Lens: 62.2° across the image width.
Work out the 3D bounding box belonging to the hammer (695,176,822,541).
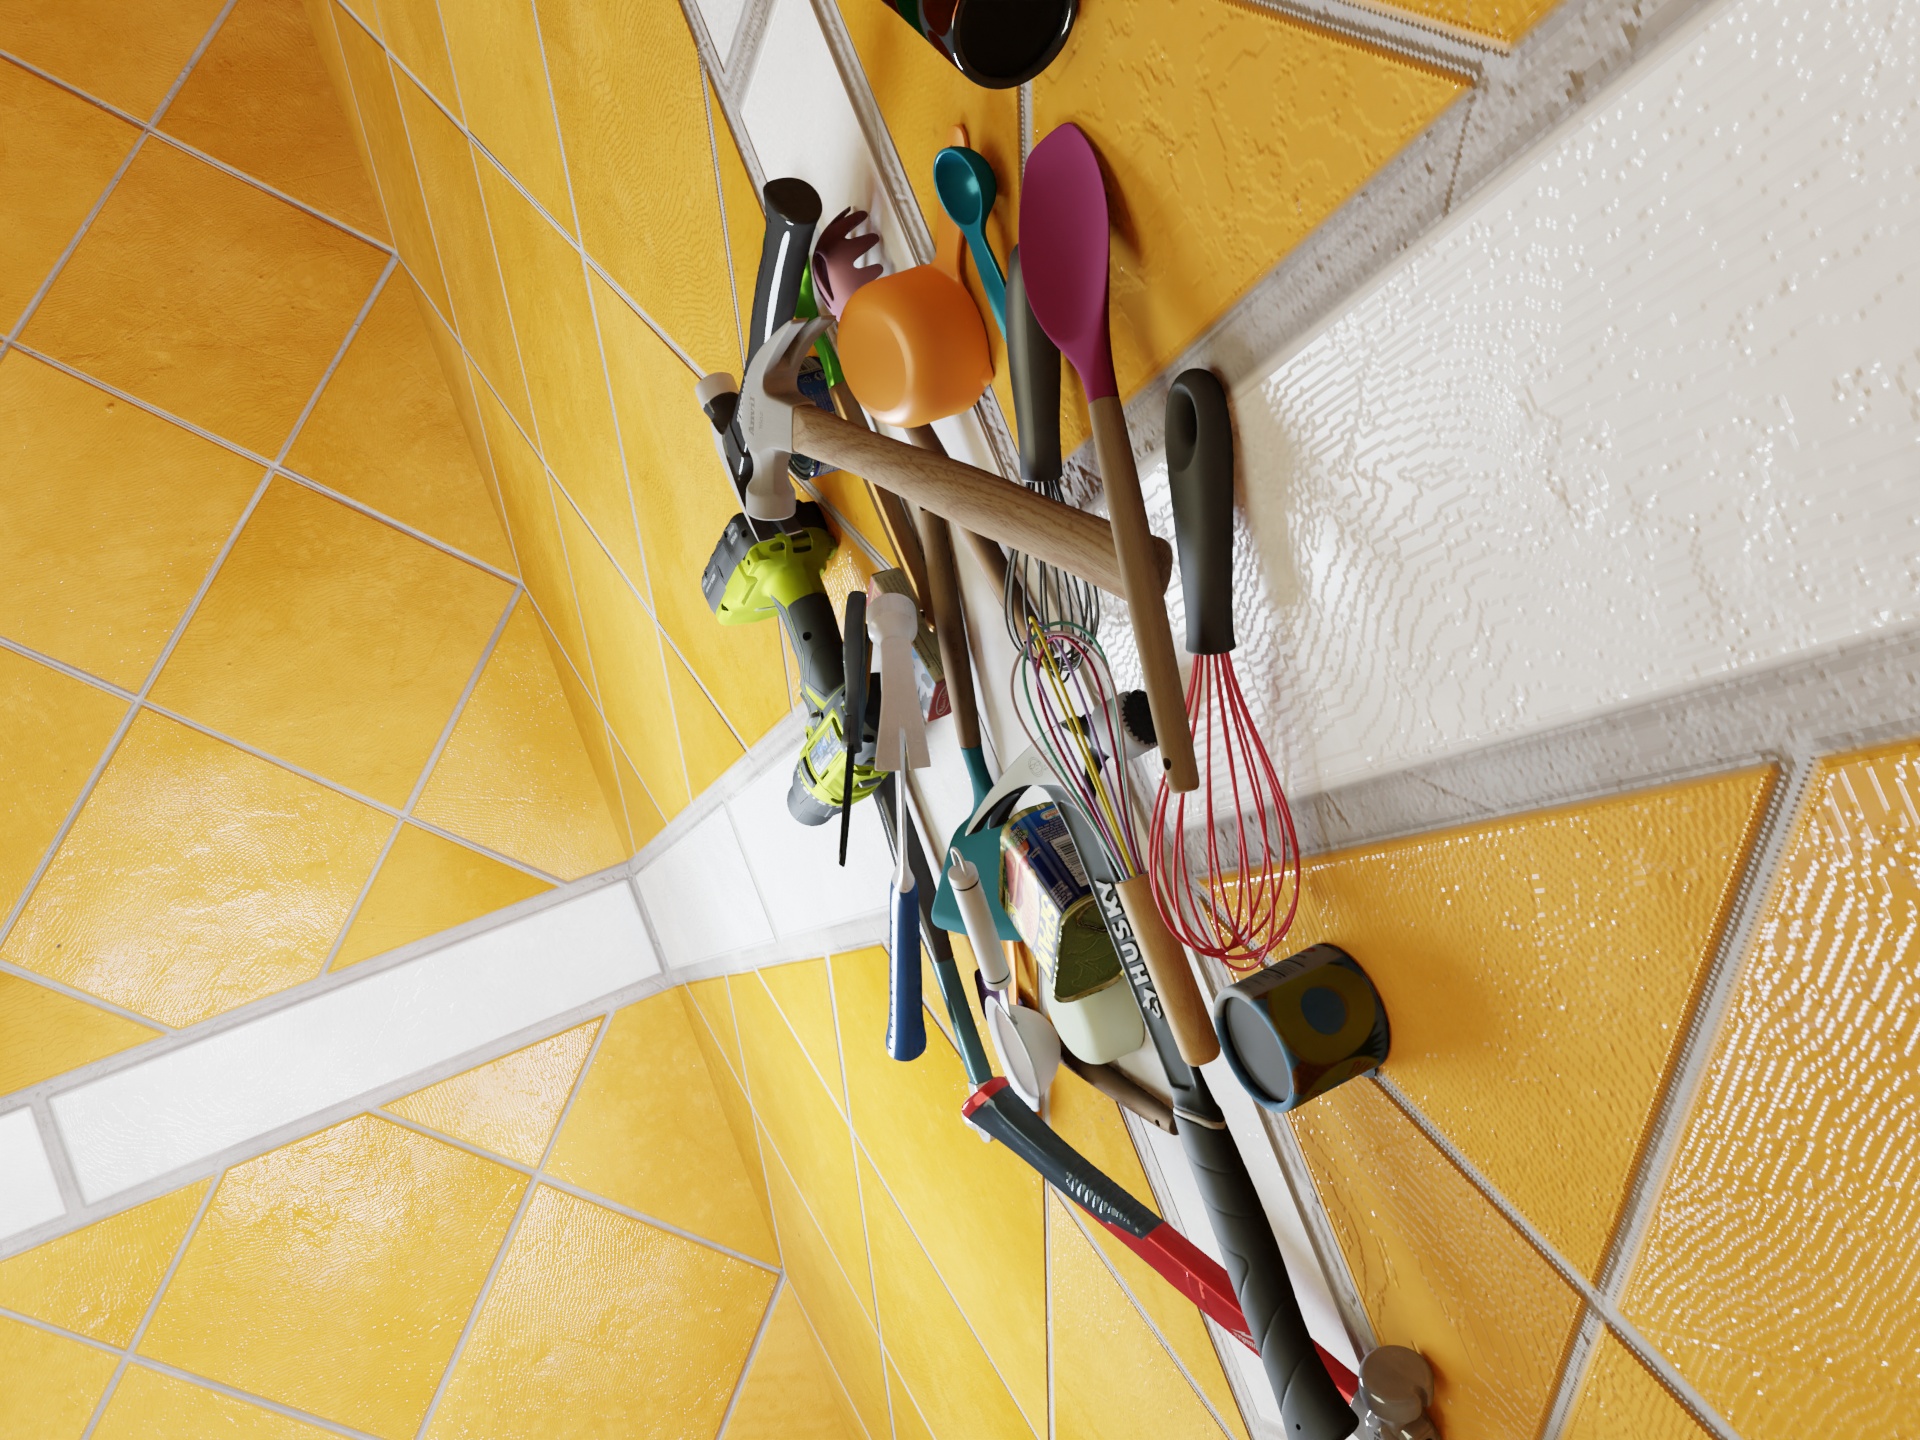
[{"bbox_3d":[-0.130,-0.246,1.076,0.334,0.035,0.146,124,125,-67],"label":"hammer"}]

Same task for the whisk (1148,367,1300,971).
[{"bbox_3d":[0.118,-0.016,0.748,0.073,0.073,0.295,28,128,61],"label":"whisk"}]

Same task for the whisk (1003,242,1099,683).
[{"bbox_3d":[0.045,-0.132,0.843,0.055,0.055,0.238,35,136,57],"label":"whisk"}]

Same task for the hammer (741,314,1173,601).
[{"bbox_3d":[-0.016,-0.132,0.857,0.332,0.031,0.130,29,127,41],"label":"hammer"}]

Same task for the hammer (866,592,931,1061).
[{"bbox_3d":[-0.042,0.112,1.146,0.144,0.035,0.405,-97,6,-49],"label":"hammer"}]

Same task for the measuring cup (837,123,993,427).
[{"bbox_3d":[-0.027,-0.242,0.885,0.095,0.052,0.173,41,142,30],"label":"measuring cup"}]

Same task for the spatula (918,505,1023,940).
[{"bbox_3d":[-0.002,-0.003,1.073,0.082,0.044,0.317,5,114,35],"label":"spatula"}]

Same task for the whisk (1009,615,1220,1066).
[{"bbox_3d":[0.083,0.059,0.820,0.047,0.051,0.245,-26,84,60],"label":"whisk"}]

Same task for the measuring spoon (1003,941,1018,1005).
[{"bbox_3d":[0.034,0.179,1.177,0.021,0.011,0.117,-149,51,-63],"label":"measuring spoon"}]

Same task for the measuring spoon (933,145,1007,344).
[{"bbox_3d":[0.022,-0.242,0.840,0.042,0.021,0.128,12,129,60],"label":"measuring spoon"}]

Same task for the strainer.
[{"bbox_3d":[0.029,0.179,1.079,0.087,0.050,0.258,49,162,50],"label":"strainer"}]

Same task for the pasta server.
[{"bbox_3d":[-0.016,-0.176,0.979,0.316,0.040,0.060,62,158,10],"label":"pasta server"}]

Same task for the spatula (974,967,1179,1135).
[{"bbox_3d":[0.074,0.235,1.141,0.316,0.018,0.059,17,122,66],"label":"spatula"}]

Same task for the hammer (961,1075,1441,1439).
[{"bbox_3d":[0.131,0.342,0.986,0.387,0.038,0.143,28,136,47],"label":"hammer"}]

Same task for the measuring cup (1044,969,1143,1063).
[{"bbox_3d":[0.063,0.173,1.079,0.168,0.038,0.083,35,140,54],"label":"measuring cup"}]

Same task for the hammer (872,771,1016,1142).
[{"bbox_3d":[-0.019,0.180,1.283,0.128,0.033,0.331,154,98,-76],"label":"hammer"}]

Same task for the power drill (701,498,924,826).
[{"bbox_3d":[-0.123,-0.039,1.255,0.229,0.080,0.190,65,147,17],"label":"power drill"}]

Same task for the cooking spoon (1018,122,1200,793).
[{"bbox_3d":[0.072,-0.123,0.735,0.069,0.017,0.319,-22,76,54],"label":"cooking spoon"}]

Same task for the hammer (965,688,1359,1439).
[{"bbox_3d":[0.117,0.196,0.862,0.149,0.036,0.409,-30,76,45],"label":"hammer"}]

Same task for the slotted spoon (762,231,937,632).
[{"bbox_3d":[-0.074,-0.207,1.091,0.314,0.031,0.070,68,159,1],"label":"slotted spoon"}]
